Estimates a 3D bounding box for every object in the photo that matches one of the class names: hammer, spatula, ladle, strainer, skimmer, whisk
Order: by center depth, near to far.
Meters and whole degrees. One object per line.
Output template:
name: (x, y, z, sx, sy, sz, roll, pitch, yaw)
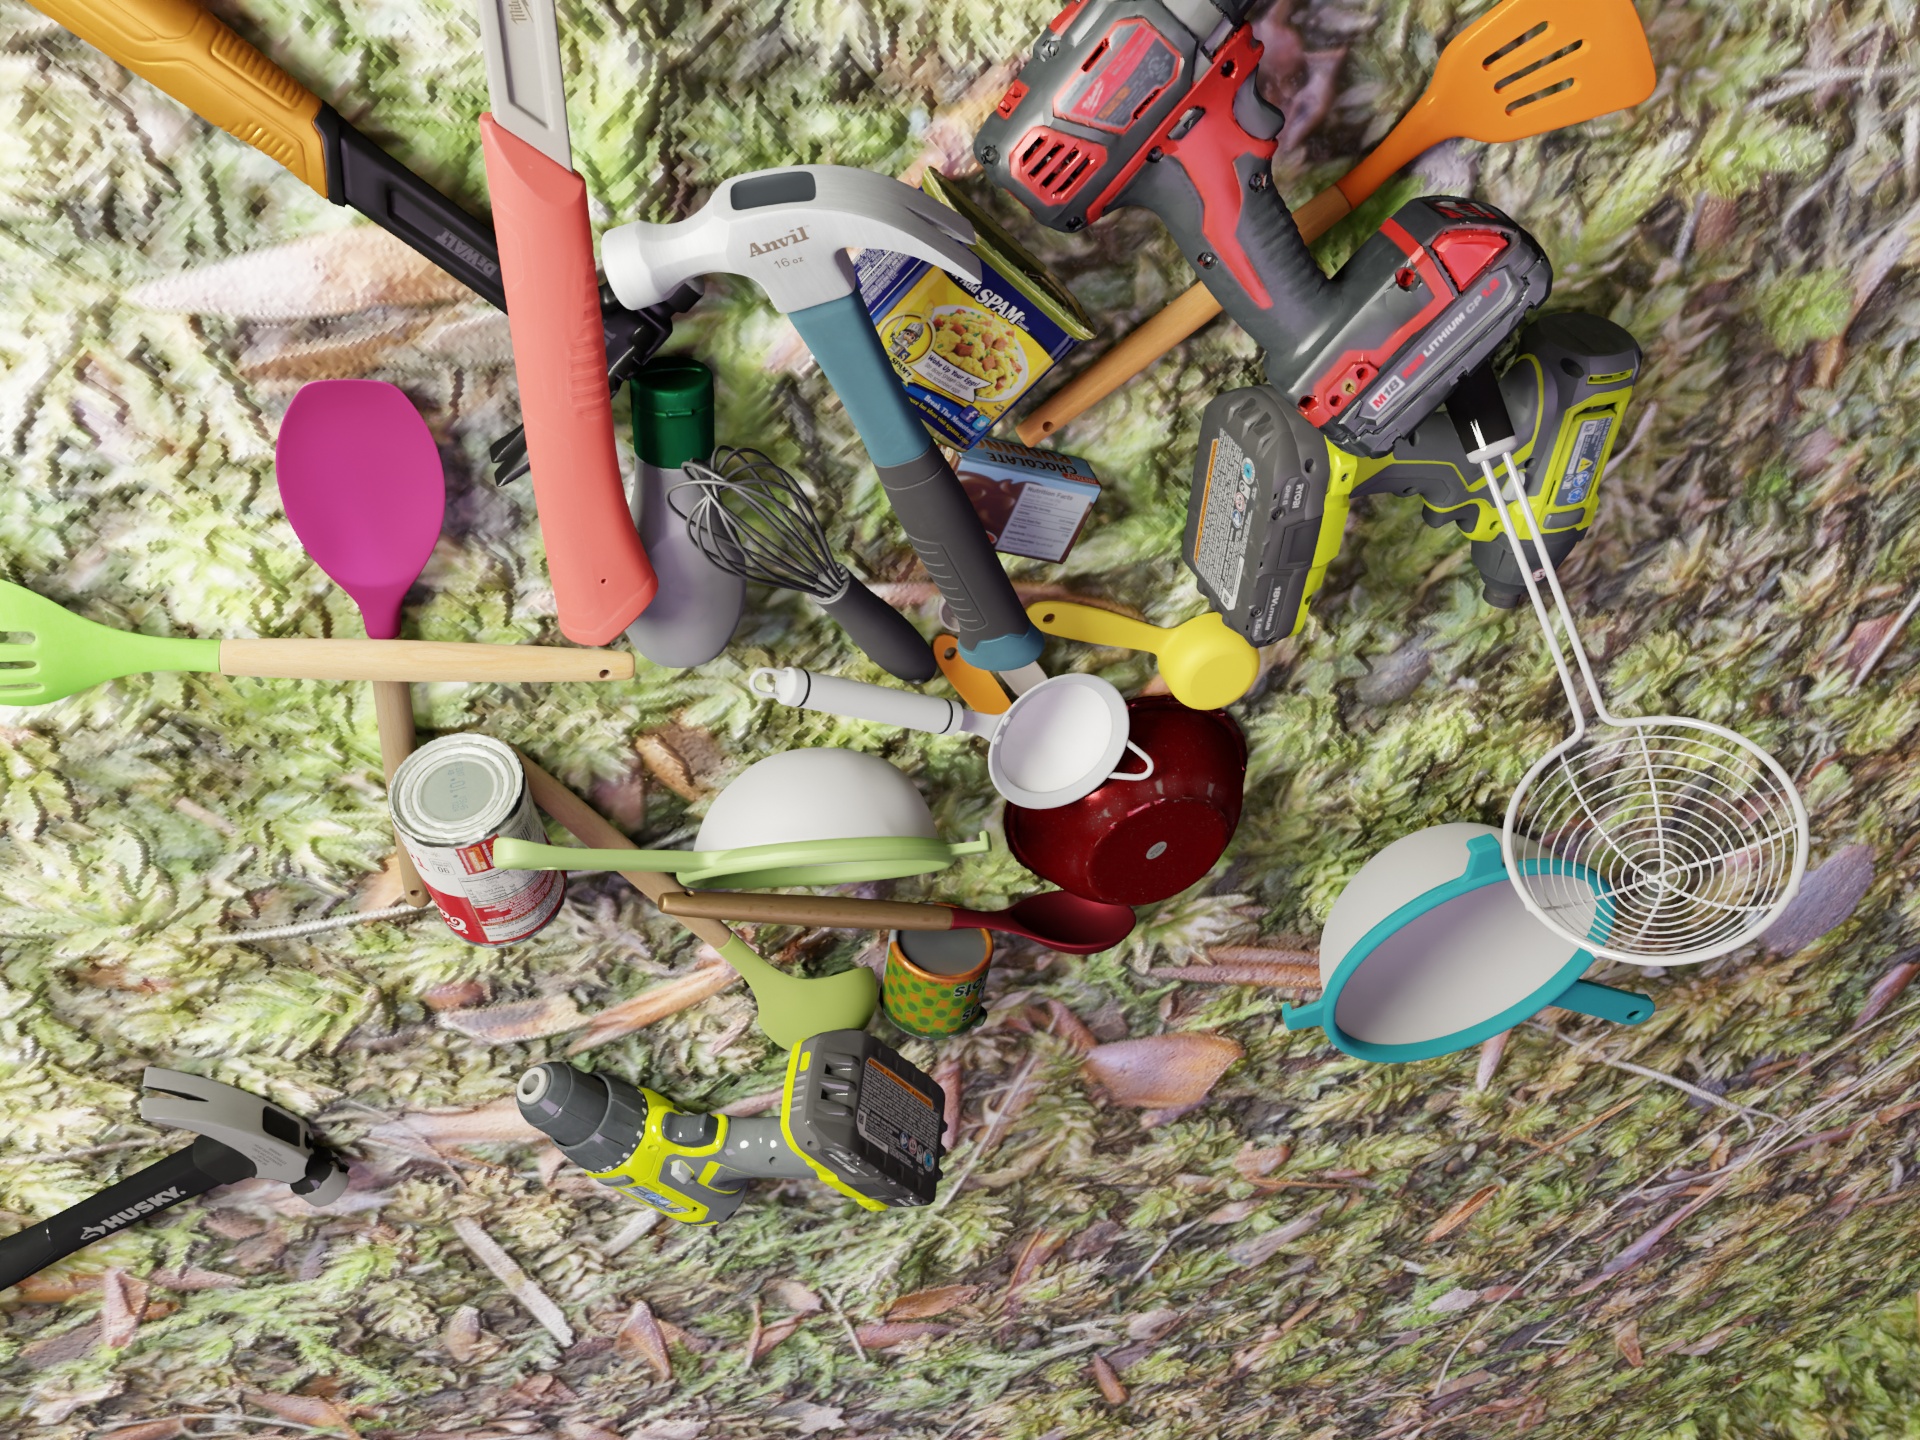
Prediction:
hammer: (-0.257, -0.217, 0.582, 0.127, 0.034, 0.336, -42, 132, 16)
hammer: (-0.167, -0.179, 0.604, 0.149, 0.037, 0.358, -9, 131, -15)
hammer: (-0.023, -0.112, 0.700, 0.128, 0.033, 0.330, -14, 149, 11)
skimmer: (0.268, -0.070, 0.725, 0.127, 0.363, 0.090, -21, 178, 14)
spatula: (0.159, -0.224, 0.736, 0.322, 0.041, 0.081, -35, 125, 13)
whisk: (-0.065, -0.064, 0.762, 0.055, 0.055, 0.238, -33, 151, 9)
strainer: (-0.120, 0.048, 0.830, 0.256, 0.069, 0.151, 5, 166, -39)
strainer: (-0.001, -0.003, 0.847, 0.258, 0.050, 0.087, 11, 114, -38)
ladle: (-0.155, 0.103, 0.920, 0.078, 0.062, 0.319, -29, 128, 16)
ladle: (-0.029, 0.116, 0.941, 0.315, 0.069, 0.031, 7, 107, -32)
hammer: (-0.552, 0.311, 0.949, 0.335, 0.035, 0.146, -26, 136, 3)
strainer: (0.380, 0.154, 1.135, 0.340, 0.095, 0.211, 18, 125, -36)

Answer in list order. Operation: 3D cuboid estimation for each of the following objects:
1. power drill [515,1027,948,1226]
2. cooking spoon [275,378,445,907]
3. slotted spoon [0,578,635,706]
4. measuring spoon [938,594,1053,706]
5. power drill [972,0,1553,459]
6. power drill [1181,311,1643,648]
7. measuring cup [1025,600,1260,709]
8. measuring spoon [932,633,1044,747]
power drill: (-0.142, 0.252, 0.987, 0.228, 0.080, 0.190, -14, 141, 27)
cooking spoon: (-0.275, -0.022, 0.765, 0.068, 0.017, 0.318, -2, 131, -14)
slotted spoon: (-0.307, -0.030, 0.720, 0.313, 0.031, 0.070, 1, 130, -17)
measuring spoon: (0.022, -0.043, 0.870, 0.034, 0.018, 0.124, -29, 142, 10)
power drill: (0.143, -0.240, 0.662, 0.226, 0.080, 0.188, 35, 113, -20)
power drill: (0.238, -0.116, 0.843, 0.223, 0.080, 0.171, -11, 133, -16)
measuring cup: (0.104, -0.039, 0.890, 0.156, 0.029, 0.062, 10, 126, -31)
measuring spoon: (0.015, -0.012, 0.896, 0.021, 0.011, 0.116, -42, 130, -2)
